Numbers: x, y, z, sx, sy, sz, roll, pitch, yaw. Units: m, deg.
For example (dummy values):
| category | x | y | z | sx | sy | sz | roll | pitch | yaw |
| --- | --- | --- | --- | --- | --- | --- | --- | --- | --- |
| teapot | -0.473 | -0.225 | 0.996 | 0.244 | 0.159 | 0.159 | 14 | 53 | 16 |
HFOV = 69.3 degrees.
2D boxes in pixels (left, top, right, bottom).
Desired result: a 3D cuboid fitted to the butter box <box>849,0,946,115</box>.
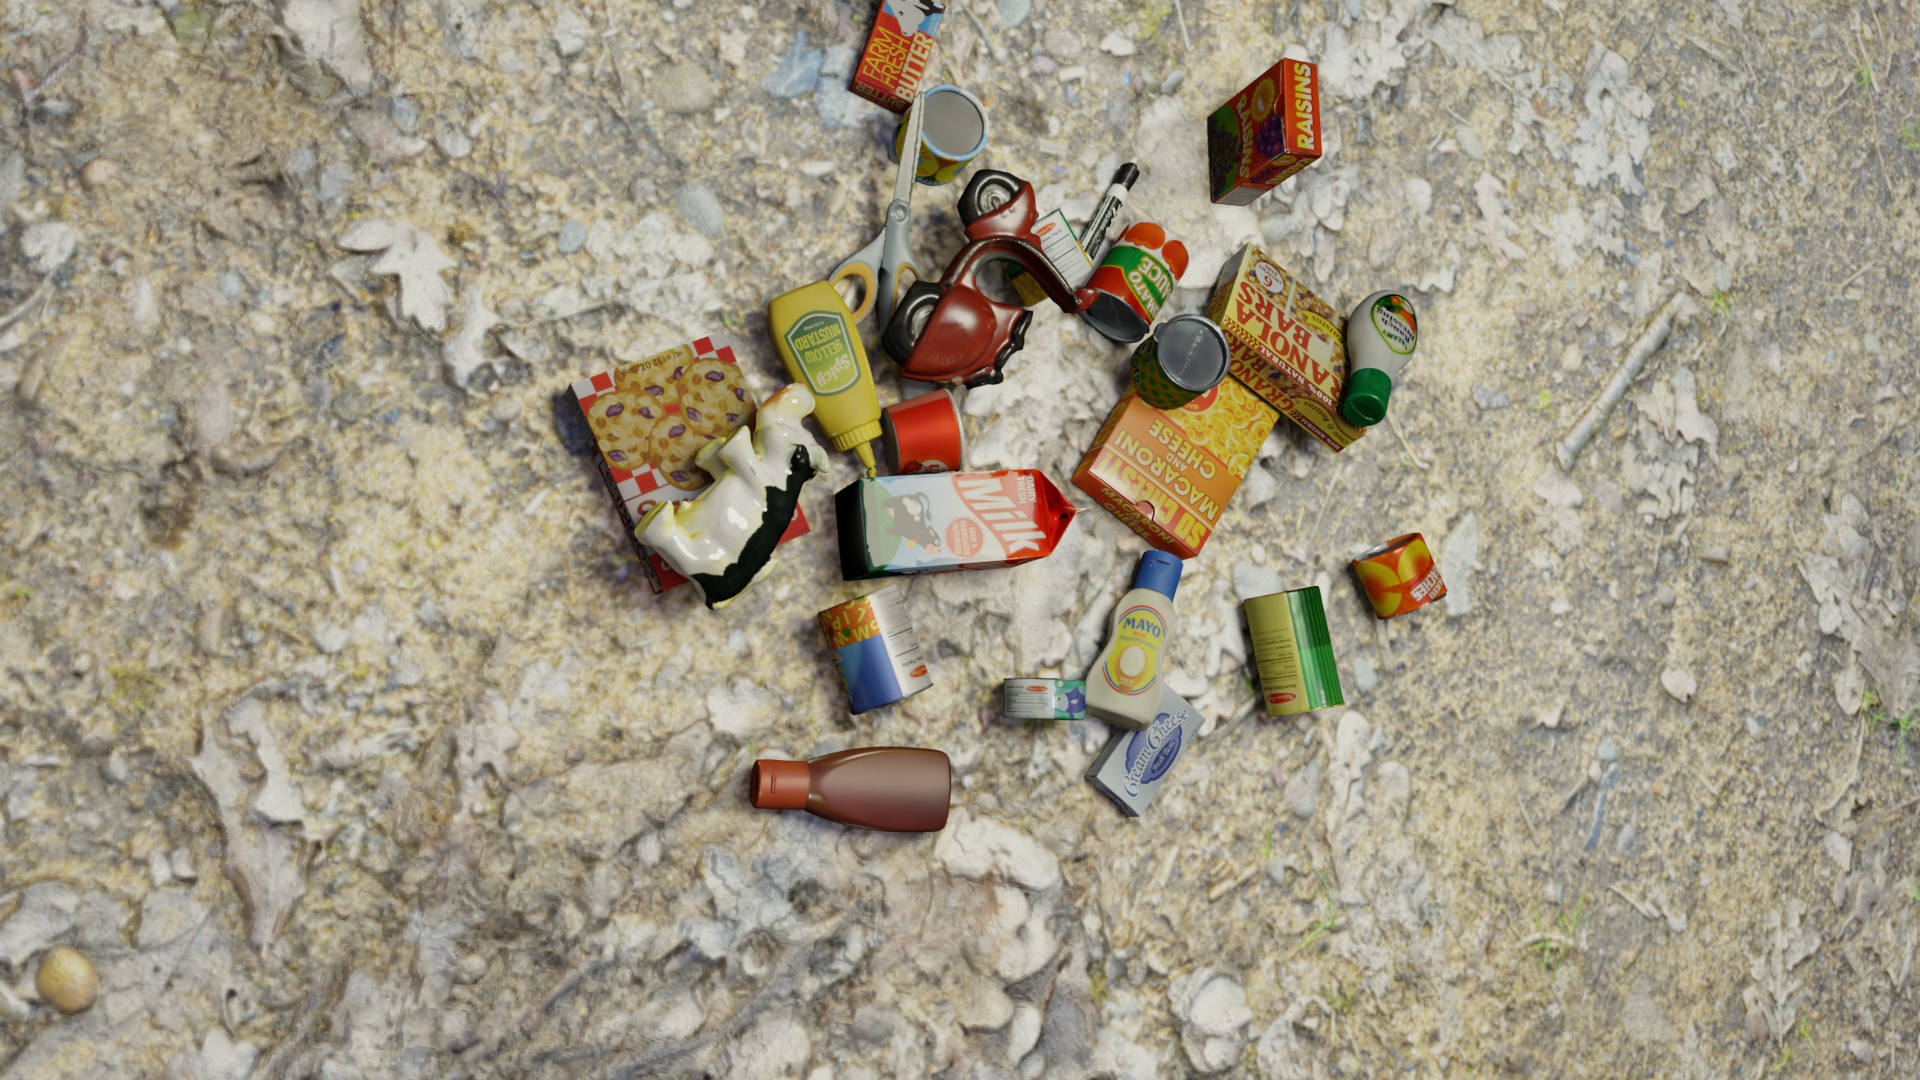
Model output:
| category | x | y | z | sx | sy | sz | roll | pitch | yaw |
| --- | --- | --- | --- | --- | --- | --- | --- | --- | --- |
| butter box | -0.053 | -0.414 | 1.165 | 0.053 | 0.024 | 0.104 | 22 | 75 | -17 |

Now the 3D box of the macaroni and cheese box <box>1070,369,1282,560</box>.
| category | x | y | z | sx | sy | sz | roll | pitch | yaw |
| --- | --- | --- | --- | --- | --- | --- | --- | --- | --- |
| macaroni and cheese box | 0.188 | -0.085 | 1.199 | 0.123 | 0.040 | 0.167 | 37 | 70 | -11 |

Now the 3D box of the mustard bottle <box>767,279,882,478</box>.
| category | x | y | z | sx | sy | sz | roll | pitch | yaw |
| --- | --- | --- | --- | --- | --- | --- | --- | --- | --- |
| mustard bottle | -0.097 | -0.122 | 1.087 | 0.065 | 0.049 | 0.160 | -24 | 95 | -6 |

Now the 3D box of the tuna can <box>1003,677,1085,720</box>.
| category | x | y | z | sx | sy | sz | roll | pitch | yaw |
| --- | --- | --- | --- | --- | --- | --- | --- | --- | --- |
| tuna can | 0.068 | 0.127 | 1.108 | 0.071 | 0.071 | 0.033 | 4 | 82 | -20 |

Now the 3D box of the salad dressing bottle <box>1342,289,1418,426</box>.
| category | x | y | z | sx | sy | sz | roll | pitch | yaw |
| --- | --- | --- | --- | --- | --- | --- | --- | --- | --- |
| salad dressing bottle | 0.365 | -0.160 | 1.218 | 0.064 | 0.043 | 0.148 | 36 | 50 | -12 |

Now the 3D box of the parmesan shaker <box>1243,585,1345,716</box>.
| category | x | y | z | sx | sy | sz | roll | pitch | yaw |
| --- | --- | --- | --- | --- | --- | --- | --- | --- | --- |
| parmesan shaker | 0.289 | 0.094 | 1.194 | 0.071 | 0.071 | 0.103 | -8 | 85 | -22 |

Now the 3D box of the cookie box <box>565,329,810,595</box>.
| category | x | y | z | sx | sy | sz | roll | pitch | yaw |
| --- | --- | --- | --- | --- | --- | --- | --- | --- | --- |
| cookie box | -0.204 | -0.059 | 1.044 | 0.123 | 0.040 | 0.167 | -24 | 91 | -22 |

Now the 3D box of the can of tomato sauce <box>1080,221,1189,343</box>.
| category | x | y | z | sx | sy | sz | roll | pitch | yaw |
| --- | --- | --- | --- | --- | --- | --- | --- | --- | --- |
| can of tomato sauce | 0.150 | -0.221 | 1.189 | 0.071 | 0.071 | 0.083 | 38 | 70 | -12 |

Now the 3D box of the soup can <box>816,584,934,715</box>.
| category | x | y | z | sx | sy | sz | roll | pitch | yaw |
| --- | --- | --- | --- | --- | --- | --- | --- | --- | --- |
| soup can | -0.068 | 0.084 | 1.062 | 0.071 | 0.071 | 0.083 | -20 | 89 | -22 |

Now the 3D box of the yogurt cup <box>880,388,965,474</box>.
| category | x | y | z | sx | sy | sz | roll | pitch | yaw |
| --- | --- | --- | --- | --- | --- | --- | --- | --- | --- |
| yogurt cup | -0.031 | -0.083 | 1.103 | 0.054 | 0.072 | 0.072 | -12 | 86 | -14 |

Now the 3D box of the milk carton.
| category | x | y | z | sx | sy | sz | roll | pitch | yaw |
| --- | --- | --- | --- | --- | --- | --- | --- | --- | --- |
| milk carton | 0.004 | -0.014 | 1.100 | 0.191 | 0.072 | 0.073 | -4 | 83 | -22 |

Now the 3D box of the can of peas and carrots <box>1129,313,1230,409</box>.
| category | x | y | z | sx | sy | sz | roll | pitch | yaw |
| --- | --- | --- | --- | --- | --- | --- | --- | --- | --- |
| can of peas and carrots | 0.179 | -0.149 | 1.153 | 0.071 | 0.058 | 0.071 | 3 | 78 | -16 |

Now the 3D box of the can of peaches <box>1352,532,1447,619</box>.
| category | x | y | z | sx | sy | sz | roll | pitch | yaw |
| --- | --- | --- | --- | --- | --- | --- | --- | --- | --- |
| can of peaches | 0.395 | 0.031 | 1.245 | 0.071 | 0.071 | 0.058 | -25 | 90 | -22 |

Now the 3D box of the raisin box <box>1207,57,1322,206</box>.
| category | x | y | z | sx | sy | sz | roll | pitch | yaw |
| --- | --- | --- | --- | --- | --- | --- | --- | --- | --- |
| raisin box | 0.266 | -0.358 | 1.226 | 0.040 | 0.123 | 0.086 | 3 | 82 | -21 |

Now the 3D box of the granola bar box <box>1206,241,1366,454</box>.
| category | x | y | z | sx | sy | sz | roll | pitch | yaw |
| --- | --- | --- | --- | --- | --- | --- | --- | --- | --- |
| granola bar box | 0.294 | -0.171 | 1.232 | 0.165 | 0.039 | 0.125 | 35 | 49 | -13 |

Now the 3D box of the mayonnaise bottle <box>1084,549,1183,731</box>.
| category | x | y | z | sx | sy | sz | roll | pitch | yaw |
| --- | --- | --- | --- | --- | --- | --- | --- | --- | --- |
| mayonnaise bottle | 0.148 | 0.080 | 1.151 | 0.065 | 0.041 | 0.148 | 17 | 68 | 8 |

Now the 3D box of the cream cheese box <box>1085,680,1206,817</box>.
| category | x | y | z | sx | sy | sz | roll | pitch | yaw |
| --- | --- | --- | --- | --- | --- | --- | --- | --- | --- |
| cream cheese box | 0.154 | 0.173 | 1.155 | 0.053 | 0.024 | 0.104 | 42 | 70 | -9 |

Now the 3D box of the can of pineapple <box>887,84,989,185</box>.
| category | x | y | z | sx | sy | sz | roll | pitch | yaw |
| --- | --- | --- | --- | --- | --- | --- | --- | --- | --- |
| can of pineapple | -0.018 | -0.334 | 1.148 | 0.071 | 0.057 | 0.071 | 3 | 81 | -21 |

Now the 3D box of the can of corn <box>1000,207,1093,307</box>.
| category | x | y | z | sx | sy | sz | roll | pitch | yaw |
| --- | --- | --- | --- | --- | --- | --- | --- | --- | --- |
| can of corn | 0.069 | -0.236 | 1.163 | 0.071 | 0.071 | 0.058 | -36 | 101 | -22 |

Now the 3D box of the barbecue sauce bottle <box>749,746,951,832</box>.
| category | x | y | z | sx | sy | sz | roll | pitch | yaw |
| --- | --- | --- | --- | --- | --- | --- | --- | --- | --- |
| barbecue sauce bottle | -0.083 | 0.187 | 1.051 | 0.149 | 0.043 | 0.065 | 6 | 80 | -20 |
